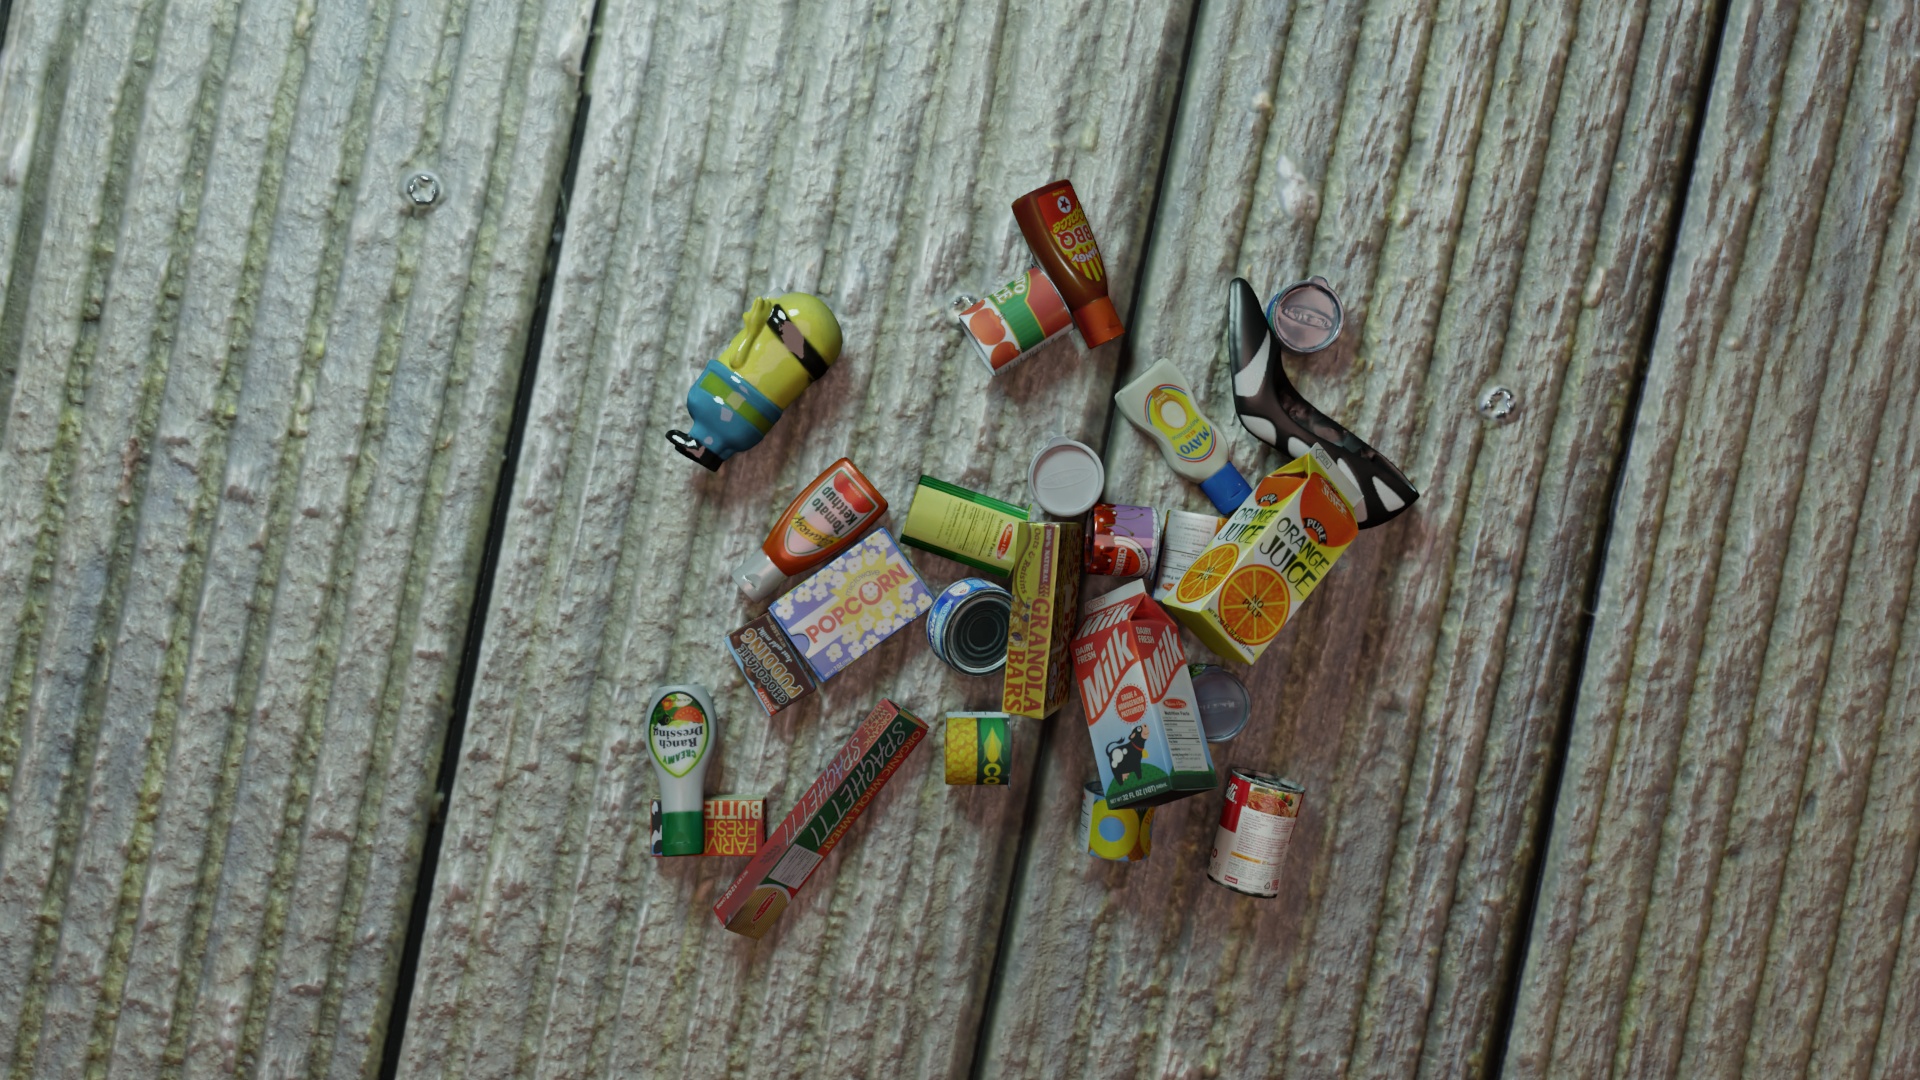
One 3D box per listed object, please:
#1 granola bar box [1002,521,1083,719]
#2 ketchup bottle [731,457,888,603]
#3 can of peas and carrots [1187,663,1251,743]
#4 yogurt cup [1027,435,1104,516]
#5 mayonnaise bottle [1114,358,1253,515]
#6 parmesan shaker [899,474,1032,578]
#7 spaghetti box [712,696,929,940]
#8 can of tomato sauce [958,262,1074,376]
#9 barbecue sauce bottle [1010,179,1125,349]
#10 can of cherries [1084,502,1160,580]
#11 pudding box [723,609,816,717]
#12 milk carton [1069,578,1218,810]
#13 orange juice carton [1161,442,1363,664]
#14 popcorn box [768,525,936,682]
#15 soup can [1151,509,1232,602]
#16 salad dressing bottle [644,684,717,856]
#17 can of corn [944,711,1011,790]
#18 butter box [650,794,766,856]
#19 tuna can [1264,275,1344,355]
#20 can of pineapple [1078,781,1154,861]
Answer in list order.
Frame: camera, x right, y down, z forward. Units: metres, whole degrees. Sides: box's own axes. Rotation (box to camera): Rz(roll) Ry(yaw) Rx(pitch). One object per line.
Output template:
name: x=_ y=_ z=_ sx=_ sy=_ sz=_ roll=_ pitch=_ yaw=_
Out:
granola bar box: x=0.073 y=0.065 z=1.217 sx=0.039 sy=0.124 sz=0.165 roll=5 pitch=92 yaw=15
ketchup bottle: x=-0.138 y=-0.005 z=1.245 sx=0.149 sy=0.043 sz=0.064 roll=-42 pitch=94 yaw=-1
can of peas and carrots: x=0.224 y=0.145 z=1.262 sx=0.071 sy=0.059 sz=0.071 roll=0 pitch=91 yaw=-3
yogurt cup: x=0.092 y=-0.056 z=1.251 sx=0.072 sy=0.054 sz=0.072 roll=0 pitch=92 yaw=-3
mayonnaise bottle: x=0.208 y=-0.091 z=1.263 sx=0.065 sy=0.041 sz=0.148 roll=-39 pitch=93 yaw=-3
parmesan shaker: x=0.004 y=-0.016 z=1.242 sx=0.103 sy=0.071 sz=0.071 roll=19 pitch=91 yaw=-3
spaghetti box: x=-0.124 y=0.249 z=1.249 sx=0.250 sy=0.029 sz=0.050 roll=-51 pitch=135 yaw=-1
can of tomato sauce: x=0.048 y=-0.197 z=1.239 sx=0.083 sy=0.071 sz=0.071 roll=-32 pitch=93 yaw=-1
barbecue sauce bottle: x=0.101 y=-0.246 z=1.247 sx=0.065 sy=0.043 sz=0.148 roll=-29 pitch=97 yaw=-39
can of cherries: x=0.144 y=0.002 z=1.248 sx=0.058 sy=0.071 sz=0.071 roll=5 pitch=92 yaw=-3
pudding box: x=-0.172 y=0.110 z=1.253 sx=0.050 sy=0.030 sz=0.083 roll=-29 pitch=93 yaw=-1
milk carton: x=0.155 y=0.133 z=1.217 sx=0.072 sy=0.073 sz=0.191 roll=-27 pitch=66 yaw=38
orange juice carton: x=0.270 y=0.009 z=1.198 sx=0.071 sy=0.073 sz=0.193 roll=44 pitch=80 yaw=-16
popcorn box: x=-0.096 y=0.056 z=1.252 sx=0.127 sy=0.038 sz=0.085 roll=-35 pitch=94 yaw=-2
soup can: x=0.213 y=0.019 z=1.256 sx=0.071 sy=0.071 sz=0.083 roll=10 pitch=90 yaw=-3
salad dressing bottle: x=-0.246 y=0.203 z=1.228 sx=0.064 sy=0.044 sz=0.148 roll=-3 pitch=78 yaw=-4
can of corn: x=0.015 y=0.189 z=1.246 sx=0.058 sy=0.071 sz=0.071 roll=0 pitch=92 yaw=-2
butter box: x=-0.228 y=0.258 z=1.257 sx=0.103 sy=0.024 sz=0.053 roll=1 pitch=91 yaw=-3
tuna can: x=0.314 y=-0.205 z=1.270 sx=0.071 sy=0.033 sz=0.071 roll=0 pitch=92 yaw=-3
can of pineapple: x=0.144 y=0.254 z=1.256 sx=0.071 sy=0.071 sz=0.058 roll=6 pitch=93 yaw=-3
